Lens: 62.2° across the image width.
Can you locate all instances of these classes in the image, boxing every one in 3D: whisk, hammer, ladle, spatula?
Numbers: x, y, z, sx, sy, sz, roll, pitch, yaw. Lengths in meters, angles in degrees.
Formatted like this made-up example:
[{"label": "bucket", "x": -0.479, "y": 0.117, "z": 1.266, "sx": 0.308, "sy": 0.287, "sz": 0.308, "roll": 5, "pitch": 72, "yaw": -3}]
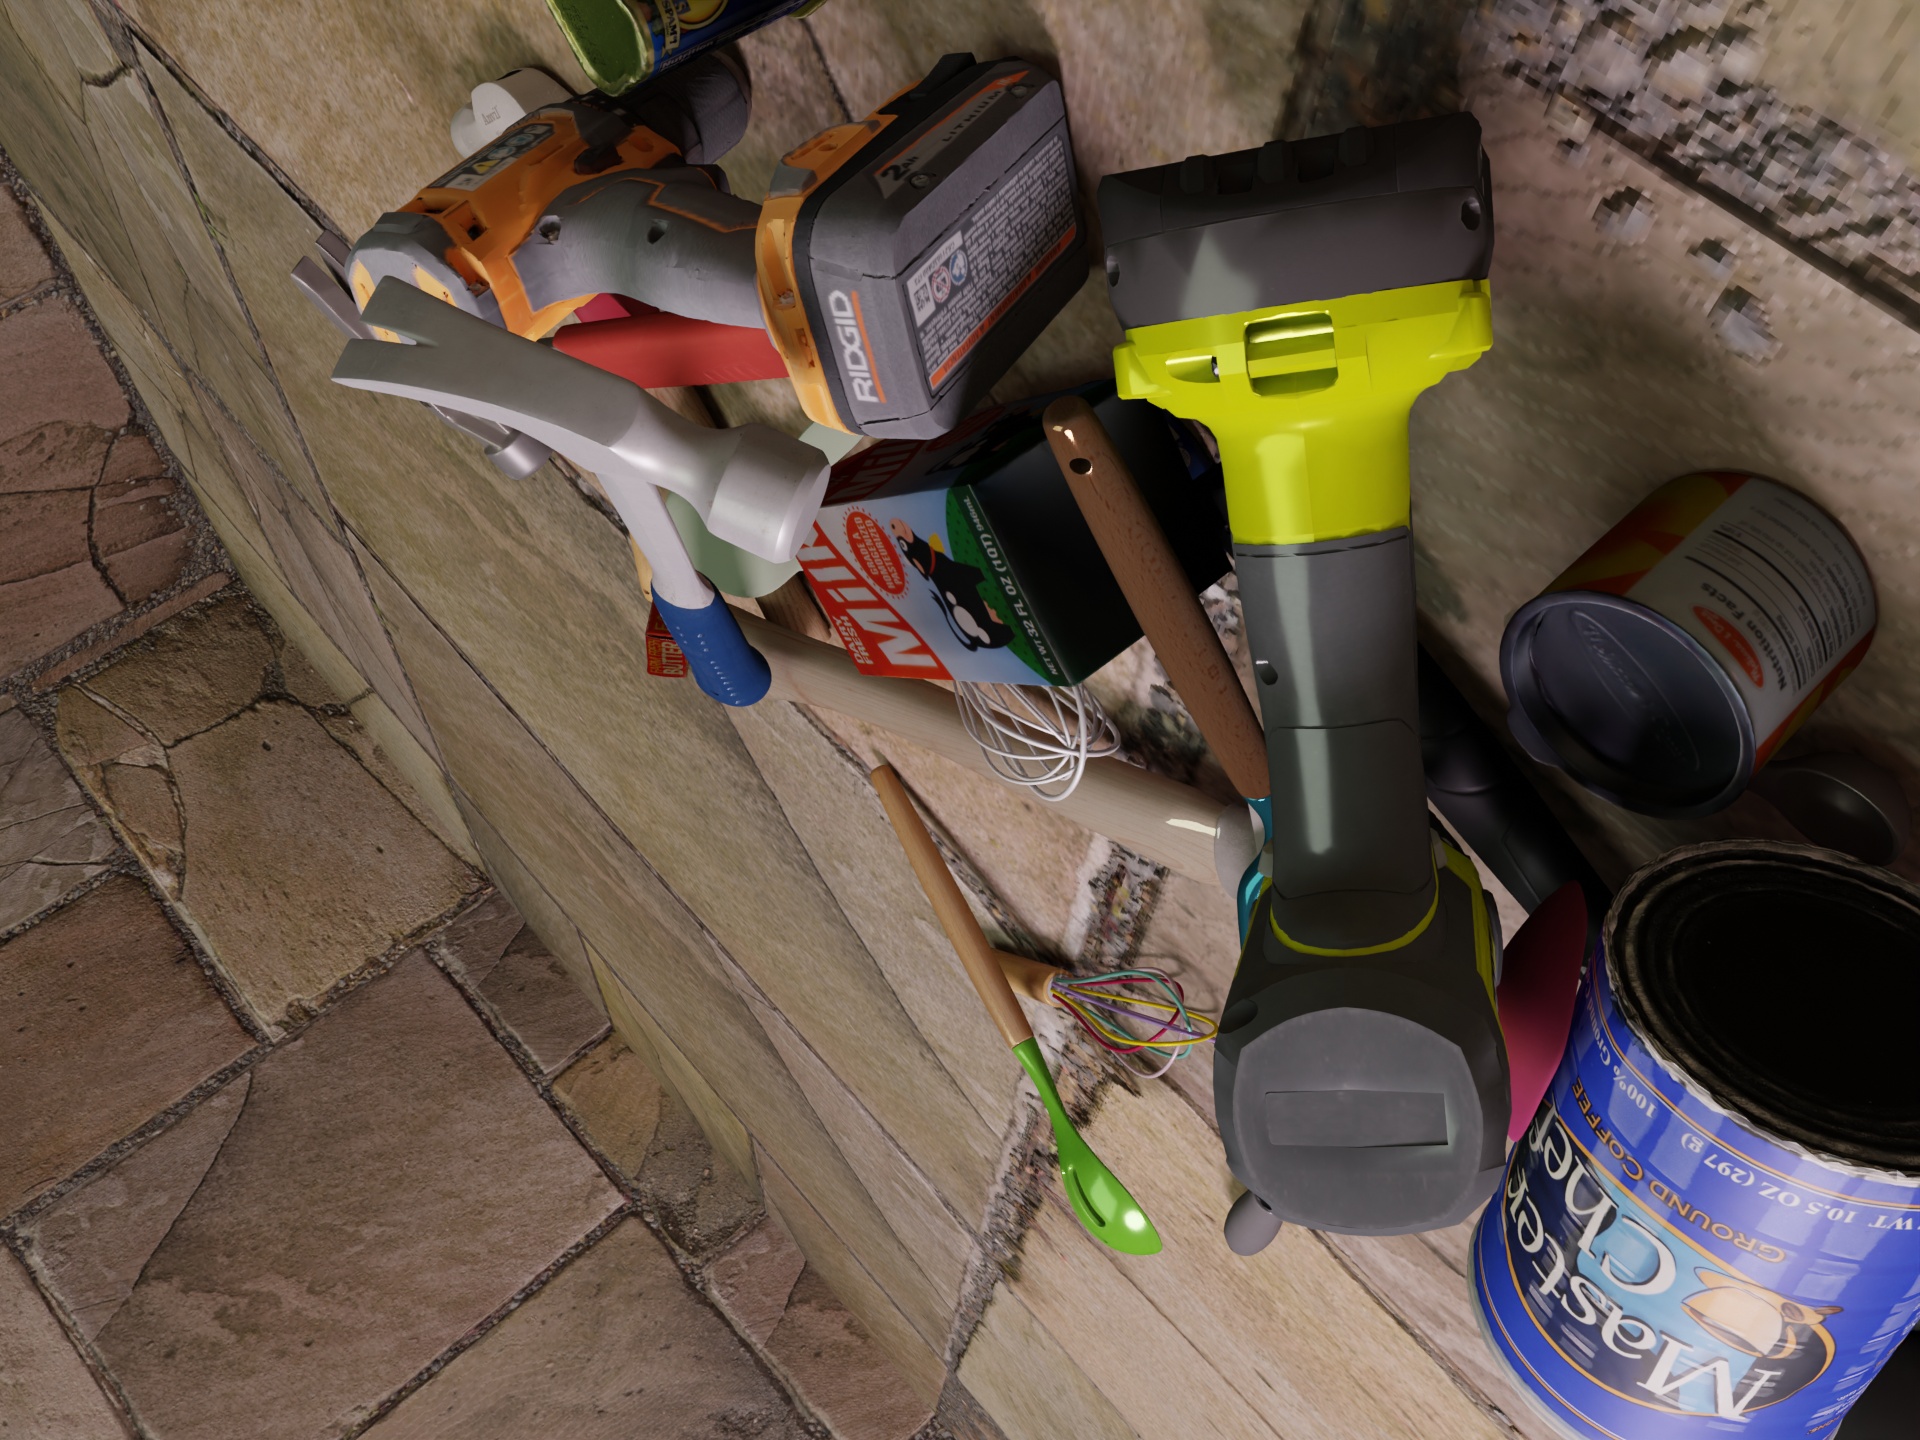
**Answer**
[{"label": "whisk", "x": 0.062, "y": 0.150, "z": 0.874, "sx": 0.051, "sy": 0.047, "sz": 0.245, "roll": 58, "pitch": 160, "yaw": -14}, {"label": "hammer", "x": -0.001, "y": -0.002, "z": 0.743, "sx": 0.411, "sy": 0.038, "sz": 0.146, "roll": 22, "pitch": 141, "yaw": 43}, {"label": "hammer", "x": -0.154, "y": -0.176, "z": 0.831, "sx": 0.130, "sy": 0.031, "sz": 0.331, "roll": 12, "pitch": 135, "yaw": 58}, {"label": "hammer", "x": -0.137, "y": -0.164, "z": 0.677, "sx": 0.359, "sy": 0.037, "sz": 0.149, "roll": 6, "pitch": 150, "yaw": 40}, {"label": "hammer", "x": 0.183, "y": 0.049, "z": 0.508, "sx": 0.335, "sy": 0.035, "sz": 0.146, "roll": 52, "pitch": 156, "yaw": 4}, {"label": "ladle", "x": -0.173, "y": -0.142, "z": 0.842, "sx": 0.069, "sy": 0.031, "sz": 0.315, "roll": 36, "pitch": 157, "yaw": 10}, {"label": "whisk", "x": 0.163, "y": 0.244, "z": 0.815, "sx": 0.055, "sy": 0.055, "sz": 0.238, "roll": 44, "pitch": 160, "yaw": 21}, {"label": "hammer", "x": -0.115, "y": -0.058, "z": 0.621, "sx": 0.144, "sy": 0.035, "sz": 0.405, "roll": 24, "pitch": 171, "yaw": 1}, {"label": "spatula", "x": 0.090, "y": 0.015, "z": 0.508, "sx": 0.082, "sy": 0.044, "sz": 0.317, "roll": -10, "pitch": 143, "yaw": 23}, {"label": "whisk", "x": -0.005, "y": -0.044, "z": 0.667, "sx": 0.247, "sy": 0.057, "sz": 0.059, "roll": -130, "pitch": 42, "yaw": -51}]

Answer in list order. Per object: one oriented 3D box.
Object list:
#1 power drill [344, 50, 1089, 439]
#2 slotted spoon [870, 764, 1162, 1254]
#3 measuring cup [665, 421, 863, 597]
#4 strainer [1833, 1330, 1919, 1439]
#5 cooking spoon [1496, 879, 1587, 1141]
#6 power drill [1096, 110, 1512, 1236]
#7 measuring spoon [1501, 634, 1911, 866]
[{"label": "power drill", "x": -0.071, "y": -0.177, "z": 0.543, "sx": 0.226, "sy": 0.185, "sz": 0.084, "roll": 13, "pitch": 138, "yaw": 29}, {"label": "slotted spoon", "x": 0.022, "y": 0.160, "z": 0.898, "sx": 0.314, "sy": 0.031, "sz": 0.070, "roll": 61, "pitch": 163, "yaw": 18}, {"label": "measuring cup", "x": -0.092, "y": -0.109, "z": 0.765, "sx": 0.083, "sy": 0.038, "sz": 0.167, "roll": 47, "pitch": 147, "yaw": -10}, {"label": "strainer", "x": 0.282, "y": 0.230, "z": 0.541, "sx": 0.256, "sy": 0.151, "sz": 0.069, "roll": 96, "pitch": 175, "yaw": -81}, {"label": "cooking spoon", "x": 0.160, "y": 0.106, "z": 0.522, "sx": 0.017, "sy": 0.069, "sz": 0.318, "roll": 13, "pitch": 166, "yaw": 11}, {"label": "power drill", "x": 0.095, "y": -0.018, "z": 0.394, "sx": 0.080, "sy": 0.190, "sz": 0.228, "roll": -4, "pitch": 102, "yaw": 18}, {"label": "measuring spoon", "x": 0.201, "y": -0.001, "z": 0.434, "sx": 0.124, "sy": 0.018, "sz": 0.034, "roll": 39, "pitch": 166, "yaw": 45}]
